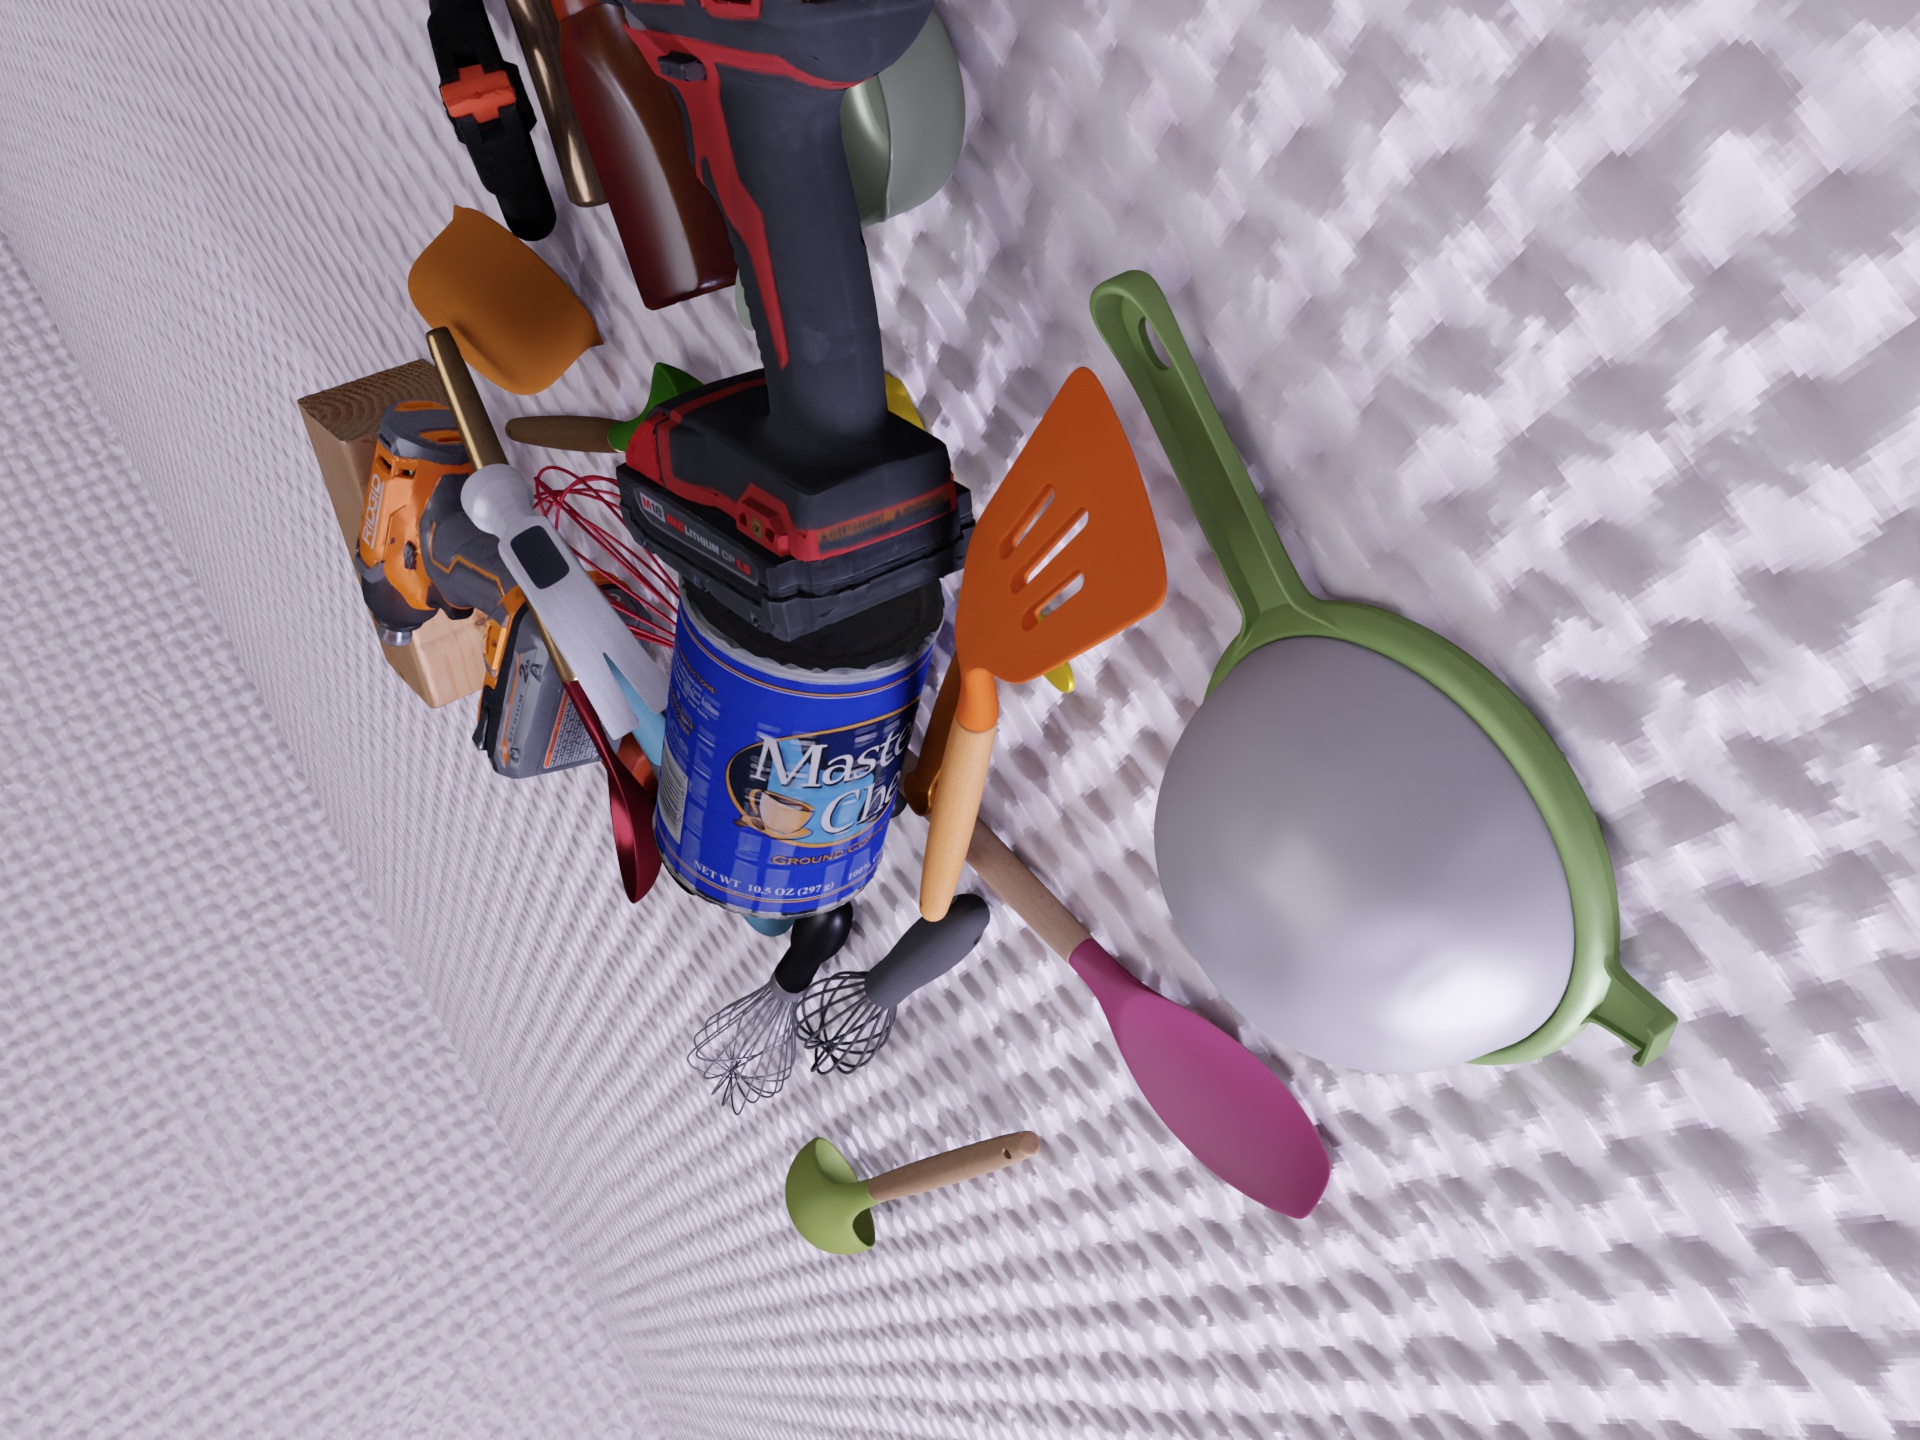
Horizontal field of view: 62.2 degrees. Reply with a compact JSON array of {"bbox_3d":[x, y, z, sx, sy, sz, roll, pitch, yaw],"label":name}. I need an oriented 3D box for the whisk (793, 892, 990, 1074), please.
[{"bbox_3d":[-0.035,0.133,0.806,0.055,0.055,0.239,57,147,10],"label":"whisk"}]

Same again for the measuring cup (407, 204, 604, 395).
[{"bbox_3d":[-0.245,-0.204,0.827,0.095,0.052,0.174,43,167,-17],"label":"measuring cup"}]

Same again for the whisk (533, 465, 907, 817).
[{"bbox_3d":[-0.130,-0.042,0.799,0.296,0.073,0.073,39,145,27],"label":"whisk"}]

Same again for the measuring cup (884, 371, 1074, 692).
[{"bbox_3d":[-0.011,-0.067,0.594,0.157,0.029,0.062,54,152,20],"label":"measuring cup"}]

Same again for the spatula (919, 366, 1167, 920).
[{"bbox_3d":[0.012,0.008,0.570,0.322,0.041,0.081,102,155,-62],"label":"spatula"}]

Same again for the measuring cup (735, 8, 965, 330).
[{"bbox_3d":[-0.045,-0.184,0.542,0.083,0.038,0.167,59,155,6],"label":"measuring cup"}]

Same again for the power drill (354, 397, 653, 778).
[{"bbox_3d":[-0.287,-0.066,0.950,0.227,0.084,0.164,43,127,28],"label":"power drill"}]

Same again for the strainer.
[{"bbox_3d":[0.081,-0.001,0.452,0.151,0.069,0.256,-15,103,62],"label":"strainer"}]

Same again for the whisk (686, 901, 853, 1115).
[{"bbox_3d":[-0.108,0.168,0.953,0.070,0.070,0.284,54,146,16],"label":"whisk"}]

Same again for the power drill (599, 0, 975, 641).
[{"bbox_3d":[-0.074,-0.159,0.493,0.188,0.080,0.226,34,138,43],"label":"power drill"}]

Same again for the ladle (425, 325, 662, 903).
[{"bbox_3d":[-0.207,-0.046,0.811,0.069,0.031,0.315,36,146,60],"label":"ladle"}]

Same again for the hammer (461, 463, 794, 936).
[{"bbox_3d":[-0.146,0.019,0.799,0.128,0.033,0.330,49,168,34],"label":"hammer"}]

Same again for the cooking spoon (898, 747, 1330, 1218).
[{"bbox_3d":[0.034,0.078,0.661,0.319,0.017,0.068,44,139,31],"label":"cooking spoon"}]

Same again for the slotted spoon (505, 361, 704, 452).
[{"bbox_3d":[-0.185,-0.150,0.825,0.314,0.031,0.070,17,129,56],"label":"slotted spoon"}]

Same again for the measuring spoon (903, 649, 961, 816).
[{"bbox_3d":[-0.001,-0.002,0.646,0.021,0.011,0.116,54,141,29],"label":"measuring spoon"}]

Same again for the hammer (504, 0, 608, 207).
[{"bbox_3d":[-0.193,-0.365,0.614,0.130,0.031,0.331,-121,14,-58],"label":"hammer"}]

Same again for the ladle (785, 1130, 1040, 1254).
[{"bbox_3d":[-0.027,0.262,0.920,0.078,0.062,0.320,61,146,7],"label":"ladle"}]
